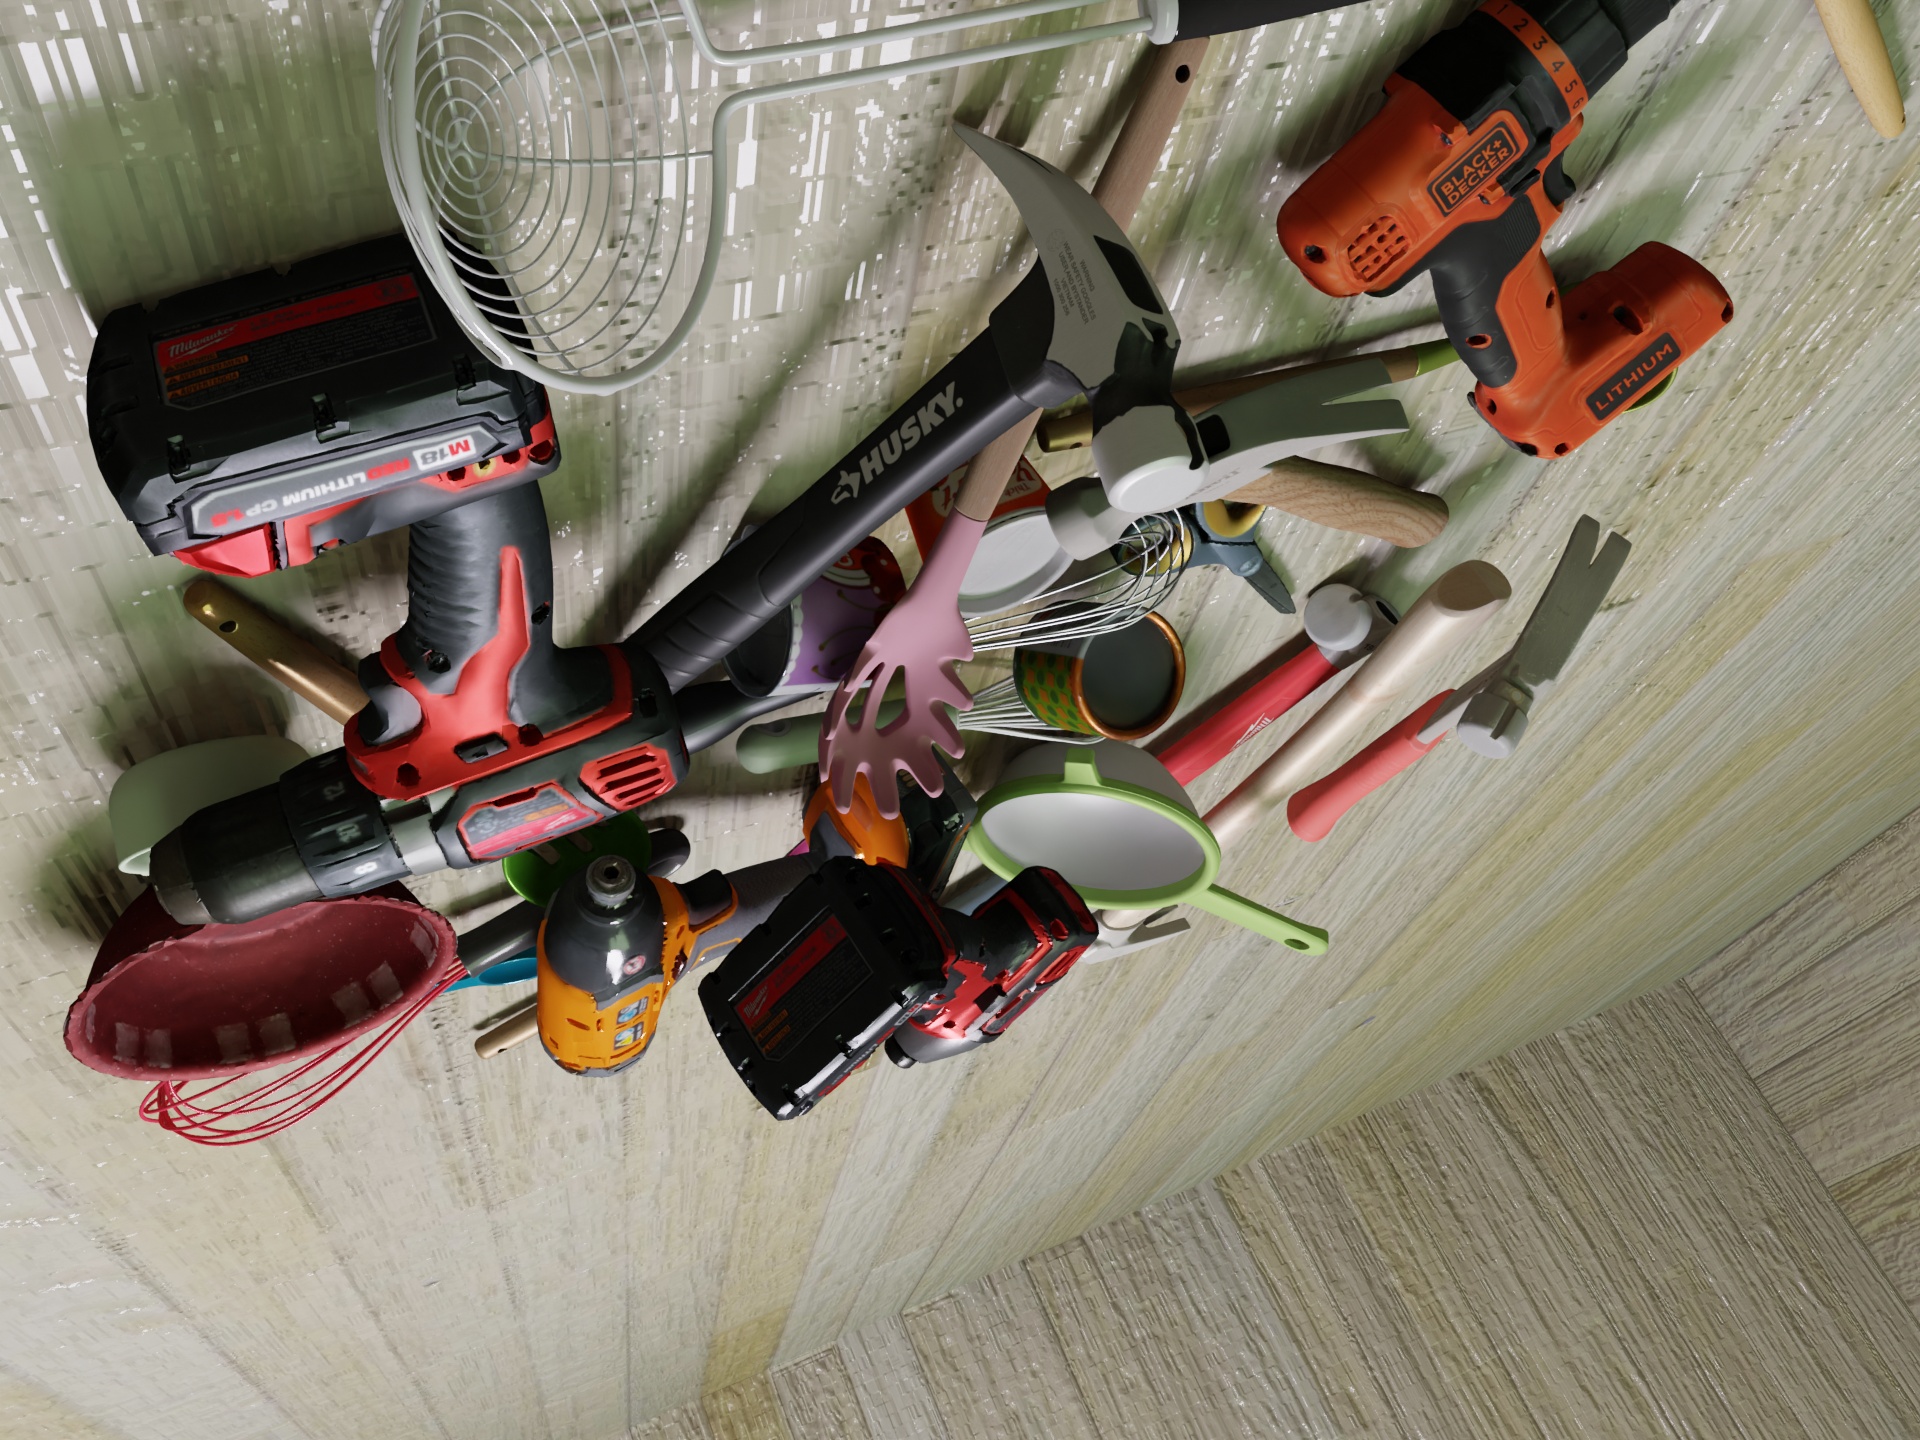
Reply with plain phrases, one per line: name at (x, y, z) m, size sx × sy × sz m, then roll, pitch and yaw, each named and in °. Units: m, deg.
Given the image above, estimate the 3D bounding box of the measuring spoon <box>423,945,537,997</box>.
measuring spoon at (-0.285, 0.135, 0.856) m, size 0.128 × 0.021 × 0.042 m, roll -10°, pitch 157°, yaw -12°

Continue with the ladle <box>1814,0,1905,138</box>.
ladle at (0.348, -0.290, 0.628) m, size 0.315 × 0.031 × 0.069 m, roll 5°, pitch 101°, yaw -53°

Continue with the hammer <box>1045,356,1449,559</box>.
hammer at (0.169, -0.105, 0.729) m, size 0.130 × 0.031 × 0.331 m, roll -25°, pitch 169°, yaw 29°

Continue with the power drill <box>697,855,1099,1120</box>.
power drill at (-0.026, 0.136, 0.819) m, size 0.143 × 0.079 × 0.219 m, roll -44°, pitch 157°, yaw 17°

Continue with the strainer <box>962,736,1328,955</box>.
strainer at (0.126, 0.071, 0.964) m, size 0.256 × 0.069 × 0.151 m, roll 25°, pitch 147°, yaw -23°

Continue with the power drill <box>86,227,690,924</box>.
power drill at (-0.196, -0.025, 0.513) m, size 0.188 × 0.080 × 0.226 m, roll -20°, pitch 142°, yaw -13°

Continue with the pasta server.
pasta server at (0.017, -0.097, 0.588) m, size 0.060 × 0.040 × 0.316 m, roll 9°, pitch 122°, yaw -28°

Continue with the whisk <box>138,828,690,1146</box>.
whisk at (-0.272, 0.131, 0.811) m, size 0.296 × 0.073 × 0.073 m, roll -28°, pitch 155°, yaw -12°

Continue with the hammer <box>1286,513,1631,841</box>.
hammer at (0.285, 0.004, 0.990) m, size 0.149 × 0.037 × 0.359 m, roll -54°, pitch 176°, yaw -19°

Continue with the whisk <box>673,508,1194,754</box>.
whisk at (-0.029, -0.039, 0.728) m, size 0.284 × 0.070 × 0.070 m, roll -21°, pitch 154°, yaw 1°

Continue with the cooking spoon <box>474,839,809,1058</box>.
cooking spoon at (-0.148, 0.121, 0.946) m, size 0.319 × 0.017 × 0.068 m, roll -28°, pitch 154°, yaw 2°

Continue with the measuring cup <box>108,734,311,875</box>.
measuring cup at (-0.271, 0.030, 0.654) m, size 0.083 × 0.038 × 0.167 m, roll -19°, pitch 175°, yaw 18°

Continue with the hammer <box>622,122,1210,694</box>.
hammer at (-0.060, -0.071, 0.588) m, size 0.035 × 0.146 × 0.334 m, roll 4°, pitch 152°, yaw -45°

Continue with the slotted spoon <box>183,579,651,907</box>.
slotted spoon at (-0.220, 0.018, 0.680) m, size 0.070 × 0.031 × 0.313 m, roll -34°, pitch 152°, yaw -1°

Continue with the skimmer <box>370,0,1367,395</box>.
skimmer at (0.019, -0.189, 0.446) m, size 0.363 × 0.090 × 0.127 m, roll -19°, pitch 122°, yaw -19°

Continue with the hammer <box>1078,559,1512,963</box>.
hammer at (0.201, 0.040, 1.017) m, size 0.146 × 0.038 × 0.410 m, roll -8°, pitch 150°, yaw -41°

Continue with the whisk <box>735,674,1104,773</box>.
whisk at (-0.001, -0.003, 0.808) m, size 0.246 × 0.058 × 0.059 m, roll -10°, pitch 115°, yaw -32°

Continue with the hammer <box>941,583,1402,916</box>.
hammer at (0.127, 0.048, 1.044) m, size 0.386 × 0.038 × 0.143 m, roll -38°, pitch 153°, yaw 23°

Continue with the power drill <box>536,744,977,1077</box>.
power drill at (-0.105, 0.081, 0.798) m, size 0.226 × 0.084 × 0.164 m, roll -26°, pitch 156°, yaw -28°

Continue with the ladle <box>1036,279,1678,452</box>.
ladle at (0.186, -0.147, 0.719) m, size 0.320 × 0.062 × 0.078 m, roll -15°, pitch 164°, yaw -18°
